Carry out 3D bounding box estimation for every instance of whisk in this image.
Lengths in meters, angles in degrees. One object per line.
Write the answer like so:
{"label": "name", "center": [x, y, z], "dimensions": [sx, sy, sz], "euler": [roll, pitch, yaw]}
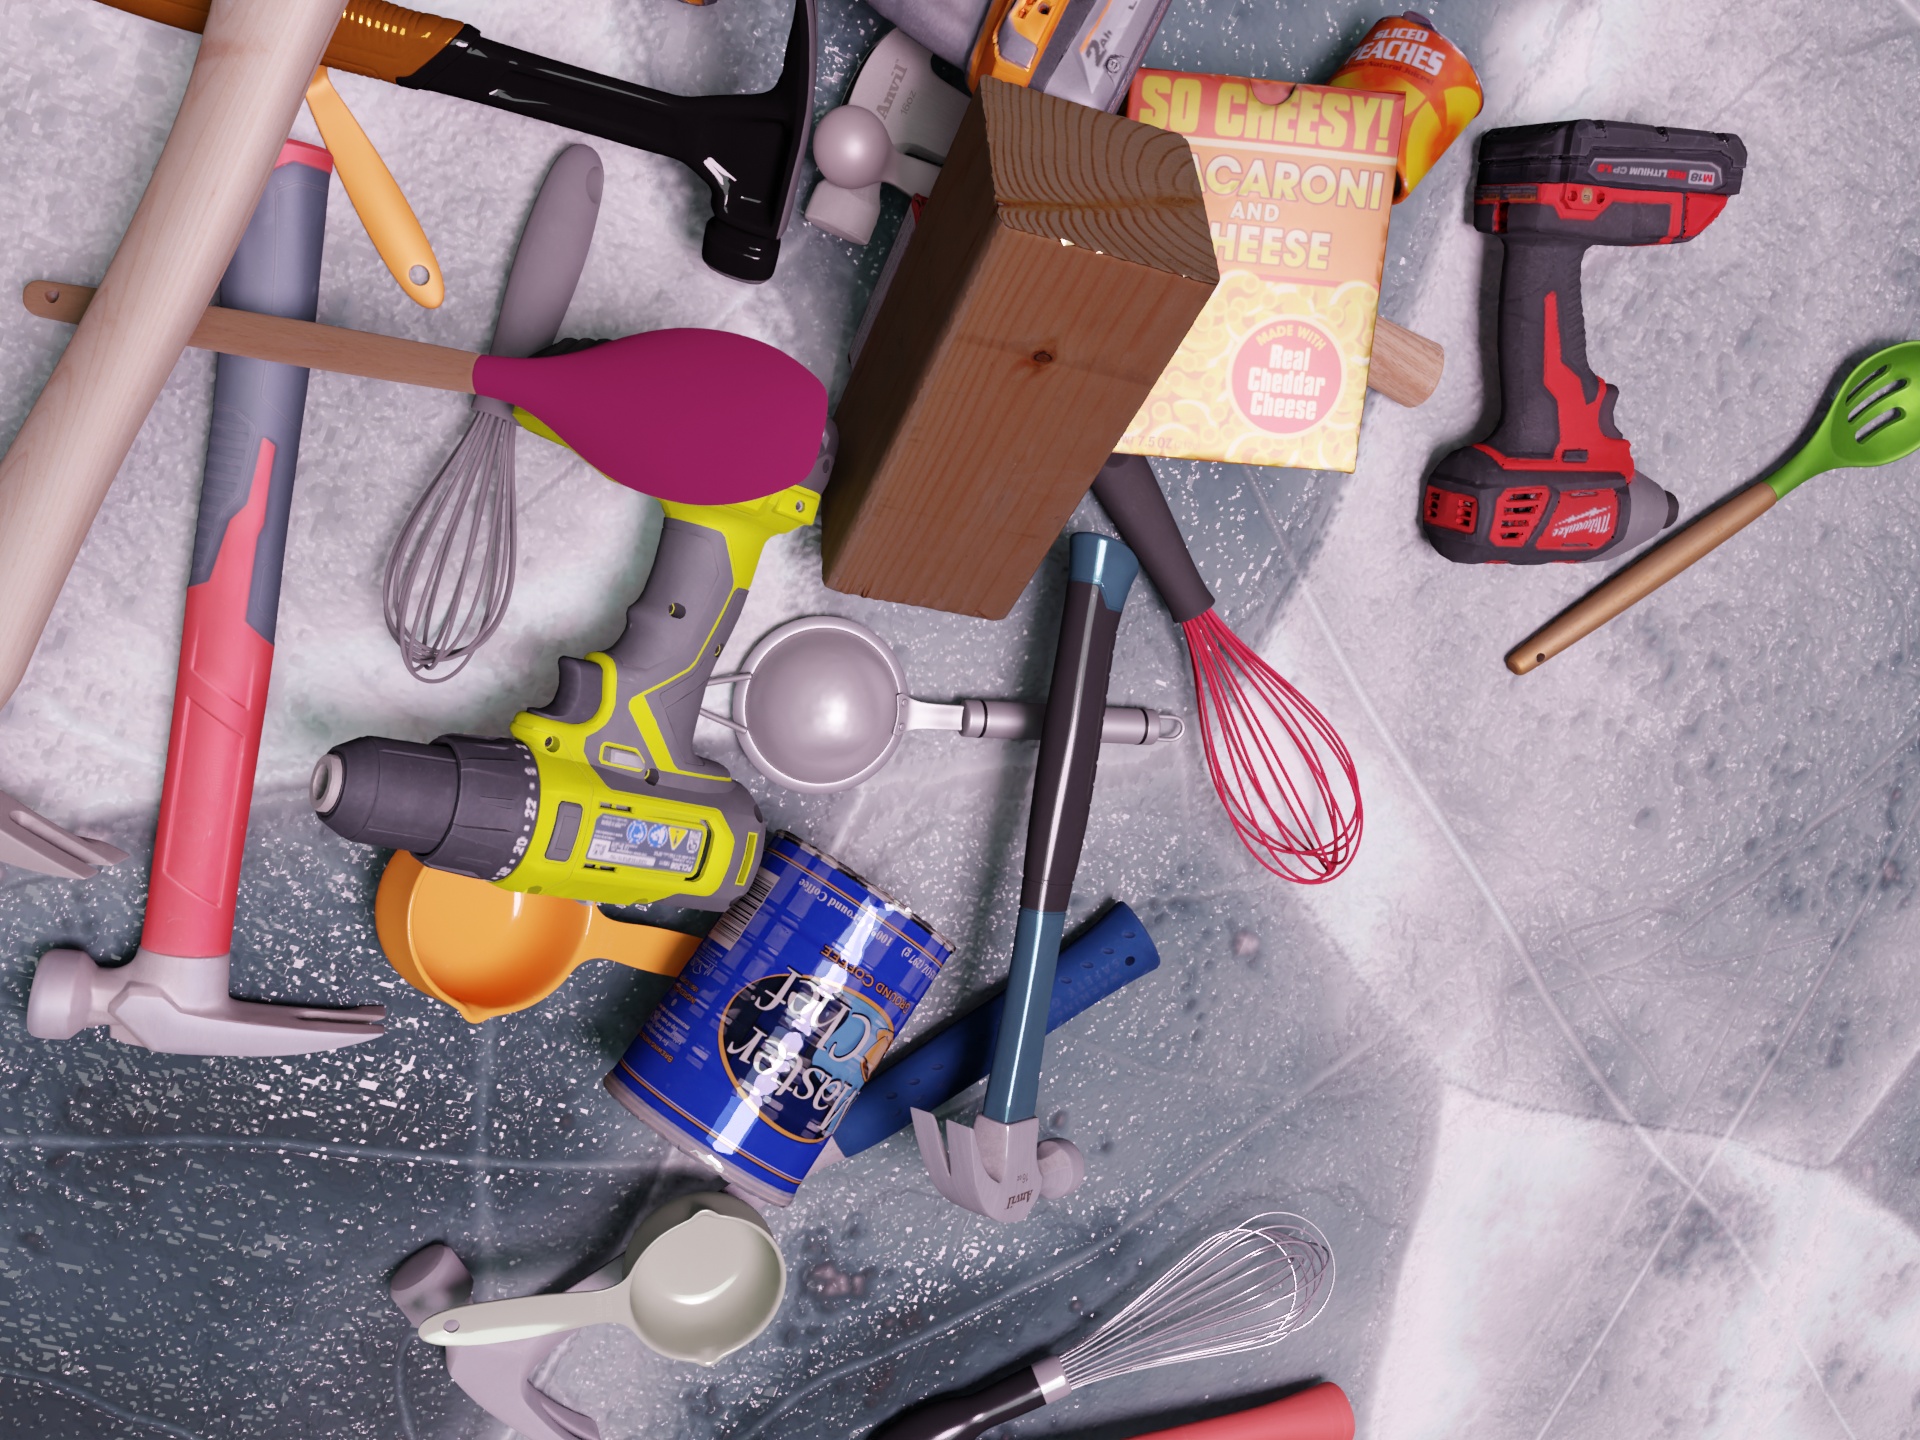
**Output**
{"label": "whisk", "center": [0.127, -0.039, 0.805], "dimensions": [0.073, 0.073, 0.295], "euler": [-33, 105, -8]}
{"label": "whisk", "center": [-0.195, -0.130, 0.681], "dimensions": [0.055, 0.055, 0.239], "euler": [18, 93, -21]}
{"label": "whisk", "center": [0.080, 0.354, 0.887], "dimensions": [0.284, 0.070, 0.070], "euler": [-23, 109, -7]}

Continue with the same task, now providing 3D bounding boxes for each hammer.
{"label": "hammer", "center": [0.098, -0.231, 0.759], "dimensions": [0.331, 0.031, 0.130], "euler": [20, 97, -22]}
{"label": "hammer", "center": [-0.072, 0.223, 0.813], "dimensions": [0.405, 0.035, 0.144], "euler": [-32, 111, -9]}
{"label": "hammer", "center": [-0.222, -0.266, 0.603], "dimensions": [0.336, 0.034, 0.127], "euler": [12, 132, -10]}
{"label": "hammer", "center": [0.064, 0.415, 0.881], "dimensions": [0.359, 0.037, 0.149], "euler": [-2, 136, -22]}
{"label": "hammer", "center": [-0.300, -0.133, 0.587], "dimensions": [0.146, 0.038, 0.410], "euler": [32, 103, -4]}
{"label": "hammer", "center": [0.042, 0.076, 0.762], "dimensions": [0.128, 0.033, 0.331], "euler": [7, 93, -57]}
{"label": "hammer", "center": [-0.291, -0.043, 0.673], "dimensions": [0.143, 0.038, 0.386], "euler": [9, 100, -21]}

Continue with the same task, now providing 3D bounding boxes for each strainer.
{"label": "strainer", "center": [-0.001, -0.002, 0.780], "dimensions": [0.258, 0.050, 0.087], "euler": [3, 98, -22]}

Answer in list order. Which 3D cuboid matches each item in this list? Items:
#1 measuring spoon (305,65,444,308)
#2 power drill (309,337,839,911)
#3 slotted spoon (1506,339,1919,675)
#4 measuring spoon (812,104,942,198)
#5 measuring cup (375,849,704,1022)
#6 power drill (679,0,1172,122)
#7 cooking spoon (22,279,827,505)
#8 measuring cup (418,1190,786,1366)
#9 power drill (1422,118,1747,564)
{"label": "measuring spoon", "center": [-0.246, -0.225, 0.656], "dimensions": [0.021, 0.011, 0.116], "euler": [-29, 110, -10]}
{"label": "power drill", "center": [-0.152, -0.037, 0.664], "dimensions": [0.190, 0.080, 0.228], "euler": [15, 91, -42]}
{"label": "slotted spoon", "center": [0.437, -0.117, 0.903], "dimensions": [0.314, 0.031, 0.070], "euler": [-34, 115, -6]}
{"label": "measuring spoon", "center": [-0.005, -0.232, 0.696], "dimensions": [0.124, 0.018, 0.034], "euler": [18, 98, -23]}
{"label": "measuring cup", "center": [-0.187, 0.095, 0.738], "dimensions": [0.173, 0.052, 0.095], "euler": [23, 77, -43]}
{"label": "power drill", "center": [-0.018, -0.340, 0.642], "dimensions": [0.226, 0.084, 0.164], "euler": [27, 94, -1]}
{"label": "cooking spoon", "center": [-0.207, -0.135, 0.604], "dimensions": [0.319, 0.017, 0.069], "euler": [11, 83, 6]}
{"label": "measuring cup", "center": [-0.168, 0.267, 0.753], "dimensions": [0.167, 0.038, 0.083], "euler": [-4, 104, -15]}
{"label": "power drill", "center": [0.323, -0.189, 0.823], "dimensions": [0.143, 0.079, 0.219], "euler": [-2, 107, -18]}
